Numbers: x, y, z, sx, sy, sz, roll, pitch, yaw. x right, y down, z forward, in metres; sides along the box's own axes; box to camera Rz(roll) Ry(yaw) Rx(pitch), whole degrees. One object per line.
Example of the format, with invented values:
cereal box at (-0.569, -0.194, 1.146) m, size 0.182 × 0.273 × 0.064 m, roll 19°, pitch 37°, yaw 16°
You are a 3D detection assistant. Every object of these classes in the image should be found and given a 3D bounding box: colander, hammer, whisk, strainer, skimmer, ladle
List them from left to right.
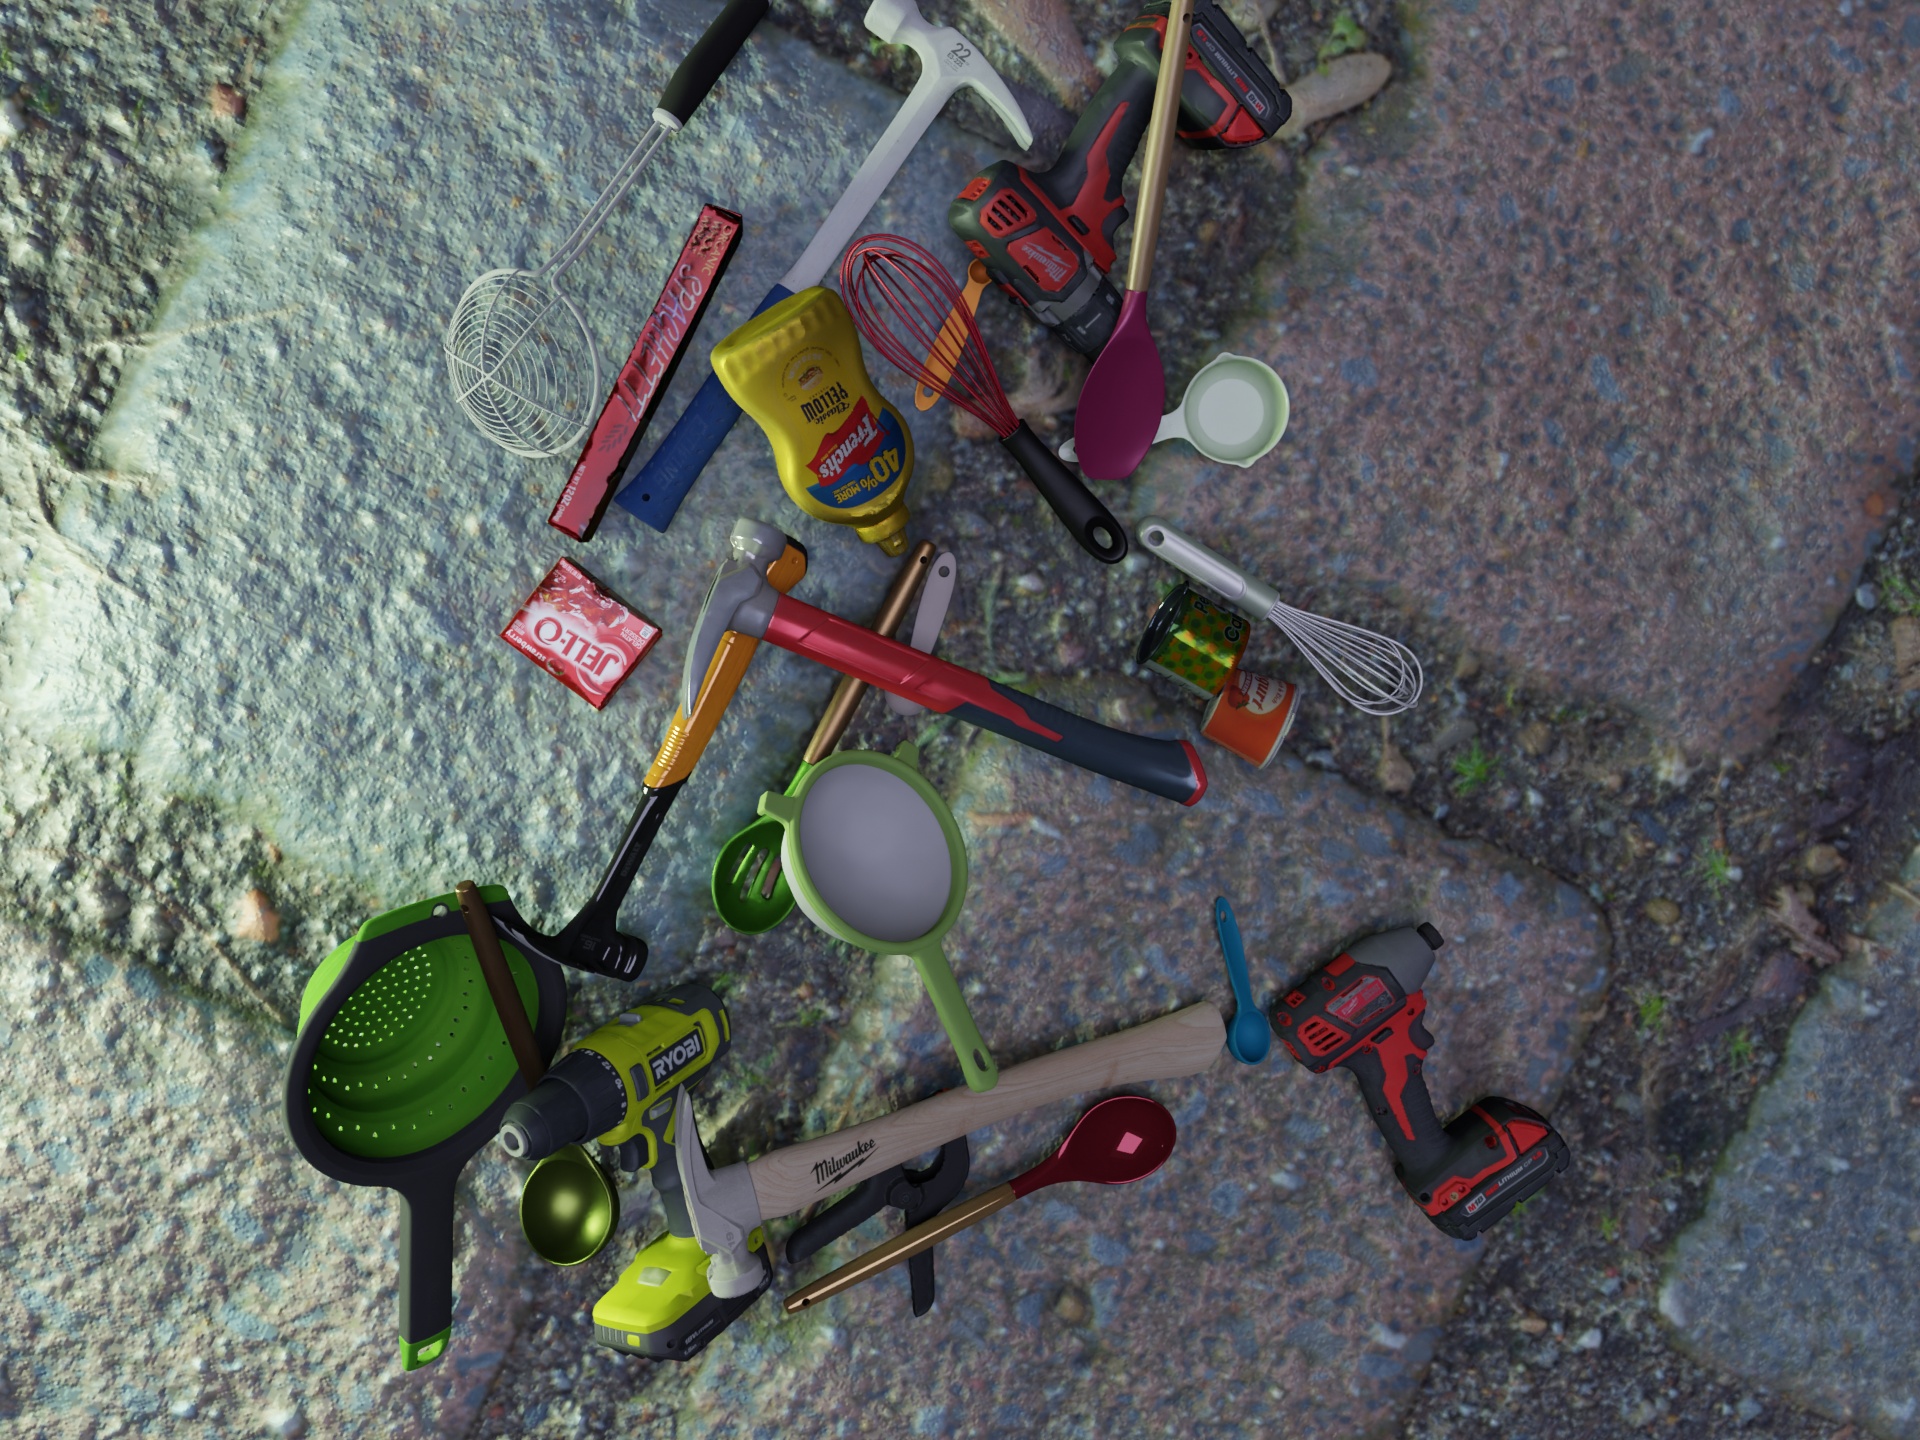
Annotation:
colander at (-0.395, 0.282, 1.125) m, size 0.204 × 0.095 × 0.397 m, roll -14°, pitch 121°, yaw -44°
ladle at (-0.300, 0.248, 1.093) m, size 0.078 × 0.062 × 0.320 m, roll 3°, pitch 122°, yaw 20°
skimmer at (-0.230, -0.353, 1.106) m, size 0.127 × 0.090 × 0.363 m, roll 31°, pitch 81°, yaw 13°
hammer at (-0.200, 0.017, 1.110) m, size 0.034 × 0.127 × 0.337 m, roll 22°, pitch 83°, yaw 35°
hammer at (-0.107, -0.306, 1.120) m, size 0.144 × 0.035 × 0.405 m, roll 35°, pitch 92°, yaw -7°
strainer at (-0.050, 0.148, 1.125) m, size 0.151 × 0.069 × 0.256 m, roll -21°, pitch 83°, yaw -45°
hammer at (-0.002, -0.004, 1.123) m, size 0.386 × 0.038 × 0.143 m, roll 22°, pitch 80°, yaw -16°
hammer at (0.003, 0.269, 1.134) m, size 0.410 × 0.038 × 0.146 m, roll -16°, pitch 99°, yaw -18°
ladle at (0.016, 0.361, 1.175) m, size 0.315 × 0.031 × 0.069 m, roll -23°, pitch 98°, yaw -13°
whisk at (0.024, -0.218, 1.114) m, size 0.073 × 0.073 × 0.295 m, roll -43°, pitch 111°, yaw 0°
whisk at (0.233, -0.079, 1.167) m, size 0.246 × 0.059 × 0.057 m, roll 32°, pitch 114°, yaw -3°

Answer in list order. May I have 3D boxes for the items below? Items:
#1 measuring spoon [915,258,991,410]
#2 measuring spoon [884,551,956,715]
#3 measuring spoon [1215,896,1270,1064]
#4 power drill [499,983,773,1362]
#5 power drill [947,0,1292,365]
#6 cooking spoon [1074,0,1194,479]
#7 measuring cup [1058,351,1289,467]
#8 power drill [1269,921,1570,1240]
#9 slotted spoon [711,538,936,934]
measuring spoon at (-0.005, -0.277, 1.146) m, size 0.021 × 0.011 × 0.117 m, roll 24°, pitch 97°, yaw -6°
measuring spoon at (-0.025, -0.063, 1.159) m, size 0.034 × 0.018 × 0.124 m, roll 16°, pitch 93°, yaw -6°
measuring spoon at (0.205, 0.197, 1.206) m, size 0.042 × 0.021 × 0.128 m, roll -11°, pitch 88°, yaw -41°
power drill at (-0.221, 0.320, 1.104) m, size 0.080 × 0.190 × 0.228 m, roll -4°, pitch 103°, yaw 33°
power drill at (0.124, -0.363, 1.106) m, size 0.187 × 0.080 × 0.226 m, roll 41°, pitch 92°, yaw -25°
cooking spoon at (0.123, -0.317, 1.075) m, size 0.068 × 0.017 × 0.318 m, roll -3°, pitch 116°, yaw -23°
measuring cup at (0.154, -0.214, 1.155) m, size 0.167 × 0.038 × 0.083 m, roll -13°, pitch 98°, yaw 8°
power drill at (0.349, 0.264, 1.197) m, size 0.143 × 0.078 × 0.219 m, roll -38°, pitch 95°, yaw -1°
slotted spoon at (-0.094, 0.010, 1.156) m, size 0.070 × 0.031 × 0.314 m, roll 27°, pitch 91°, yaw -24°
